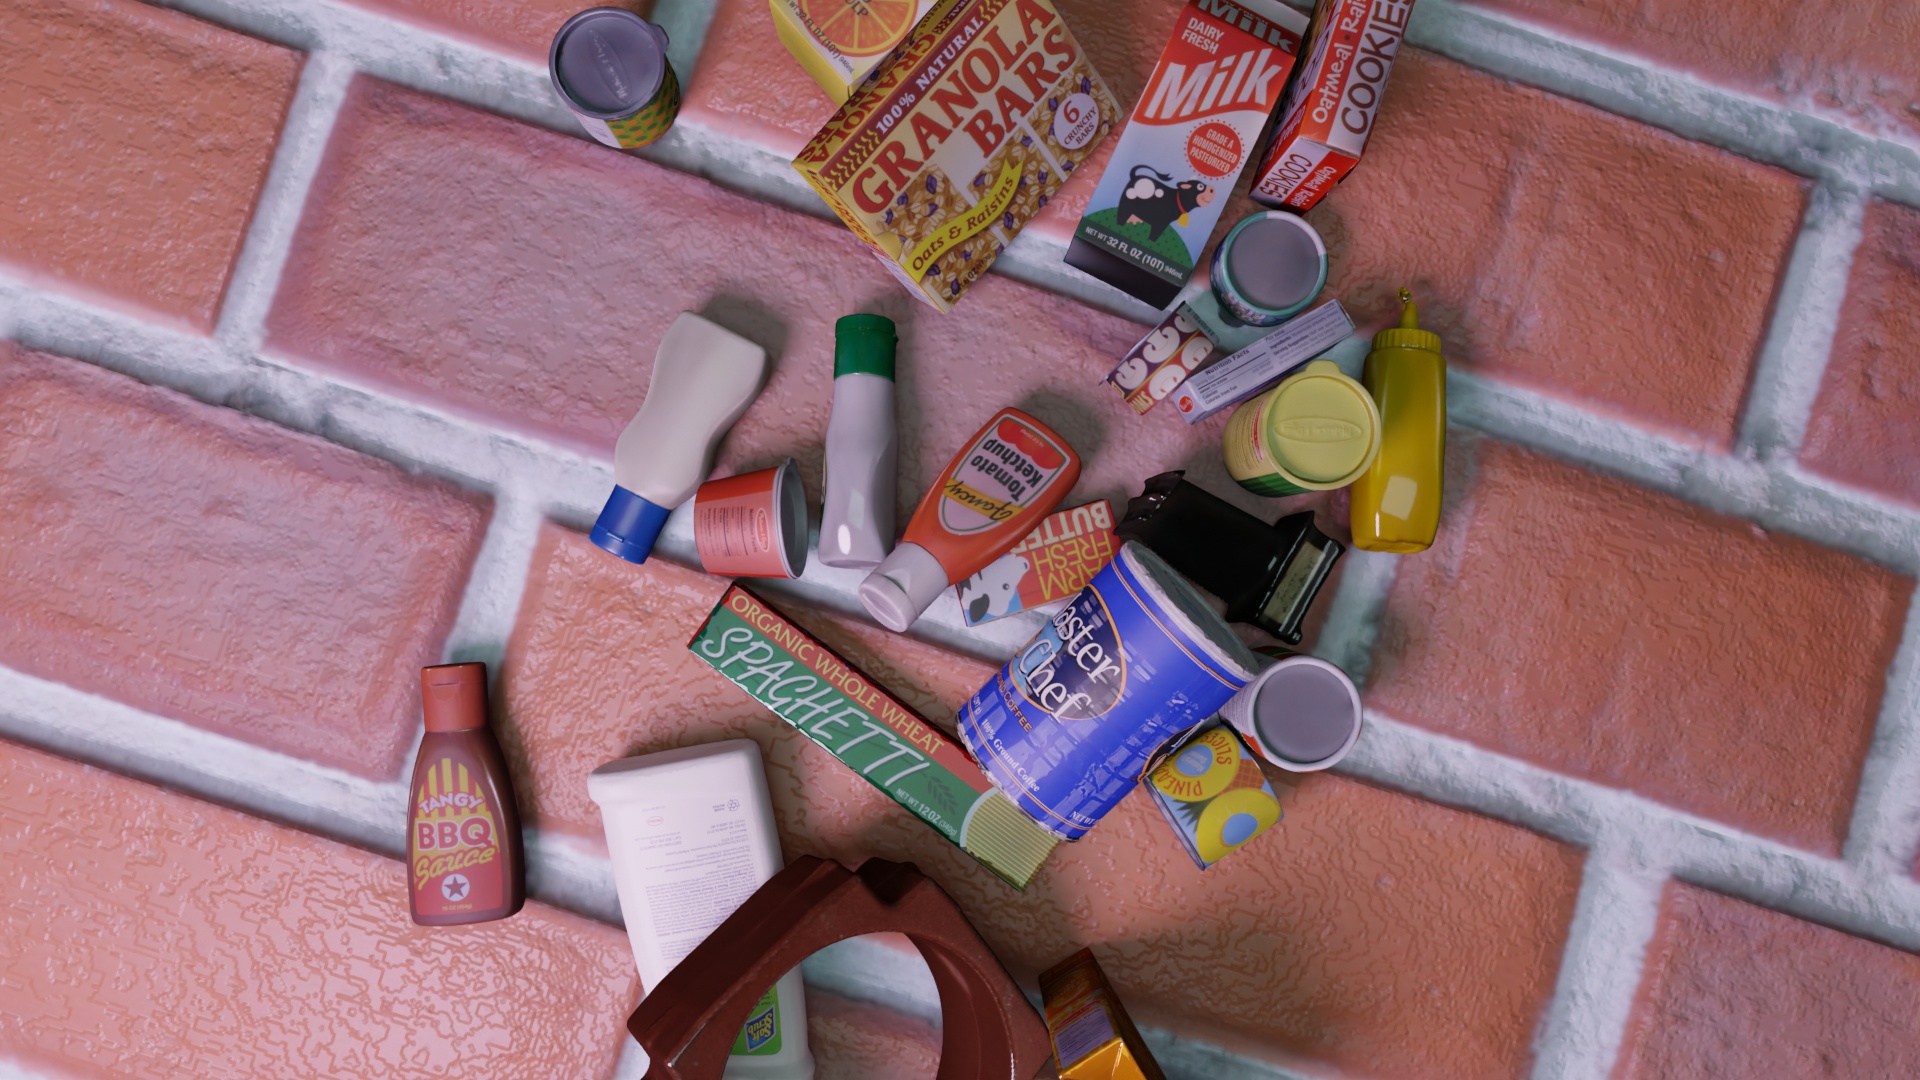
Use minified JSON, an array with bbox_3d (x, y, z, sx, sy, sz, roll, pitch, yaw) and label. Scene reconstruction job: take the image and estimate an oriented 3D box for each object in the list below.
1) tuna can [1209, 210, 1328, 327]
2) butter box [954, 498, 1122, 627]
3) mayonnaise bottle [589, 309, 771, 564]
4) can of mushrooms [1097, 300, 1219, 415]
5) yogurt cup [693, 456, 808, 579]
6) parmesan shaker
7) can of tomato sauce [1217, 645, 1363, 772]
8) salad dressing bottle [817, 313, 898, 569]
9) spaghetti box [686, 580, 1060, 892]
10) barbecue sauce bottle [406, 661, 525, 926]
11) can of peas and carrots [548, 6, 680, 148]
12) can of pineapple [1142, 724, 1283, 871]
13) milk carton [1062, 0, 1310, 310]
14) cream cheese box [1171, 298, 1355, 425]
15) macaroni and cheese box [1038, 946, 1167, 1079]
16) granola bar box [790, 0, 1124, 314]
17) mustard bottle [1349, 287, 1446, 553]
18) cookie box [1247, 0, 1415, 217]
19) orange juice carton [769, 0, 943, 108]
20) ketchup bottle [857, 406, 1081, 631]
[{"bbox_3d":[0.185,-0.162,0.840,0.071,0.033,0.071,0,88,-2],"label":"tuna can"},{"bbox_3d":[0.046,0.013,0.835,0.103,0.024,0.053,-17,89,-2],"label":"butter box"},{"bbox_3d":[-0.171,-0.059,0.824,0.065,0.041,0.148,27,89,2],"label":"mayonnaise bottle"},{"bbox_3d":[0.117,-0.106,0.820,0.071,0.071,0.033,-44,91,-2],"label":"can of mushrooms"},{"bbox_3d":[-0.122,-0.009,0.813,0.054,0.072,0.072,-4,89,7],"label":"yogurt cup"},{"bbox_3d":[0.194,-0.062,0.802,0.071,0.103,0.071,0,89,-1],"label":"parmesan shaker"},{"bbox_3d":[0.191,0.097,0.806,0.071,0.083,0.071,0,89,-1],"label":"can of tomato sauce"},{"bbox_3d":[-0.058,-0.058,0.819,0.044,0.064,0.148,0,80,8],"label":"salad dressing bottle"},{"bbox_3d":[-0.049,0.116,0.827,0.250,0.028,0.050,36,87,0],"label":"spaghetti box"},{"bbox_3d":[-0.292,0.146,0.812,0.065,0.043,0.148,-4,88,-1],"label":"barbecue sauce bottle"},{"bbox_3d":[-0.201,-0.273,0.821,0.071,0.058,0.071,0,88,-2],"label":"can of peas and carrots"},{"bbox_3d":[0.146,0.148,0.811,0.058,0.071,0.071,-32,89,-3],"label":"can of pineapple"},{"bbox_3d":[0.136,-0.241,0.821,0.072,0.073,0.190,27,87,0],"label":"milk carton"},{"bbox_3d":[0.180,-0.105,0.828,0.104,0.053,0.024,-29,88,-2],"label":"cream cheese box"},{"bbox_3d":[0.092,0.304,0.755,0.040,0.166,0.123,-31,89,-1],"label":"macaroni and cheese box"},{"bbox_3d":[0.003,-0.233,0.801,0.165,0.039,0.124,-49,130,-2],"label":"granola bar box"},{"bbox_3d":[0.262,-0.074,0.825,0.049,0.065,0.160,6,84,3],"label":"mustard bottle"},{"bbox_3d":[0.222,-0.283,0.800,0.040,0.123,0.167,19,88,0],"label":"cookie box"},{"bbox_3d":[-0.016,-0.343,0.821,0.193,0.073,0.072,-42,90,-3],"label":"orange juice carton"},{"bbox_3d":[0.003,-0.010,0.798,0.065,0.043,0.149,37,64,14],"label":"ketchup bottle"}]
